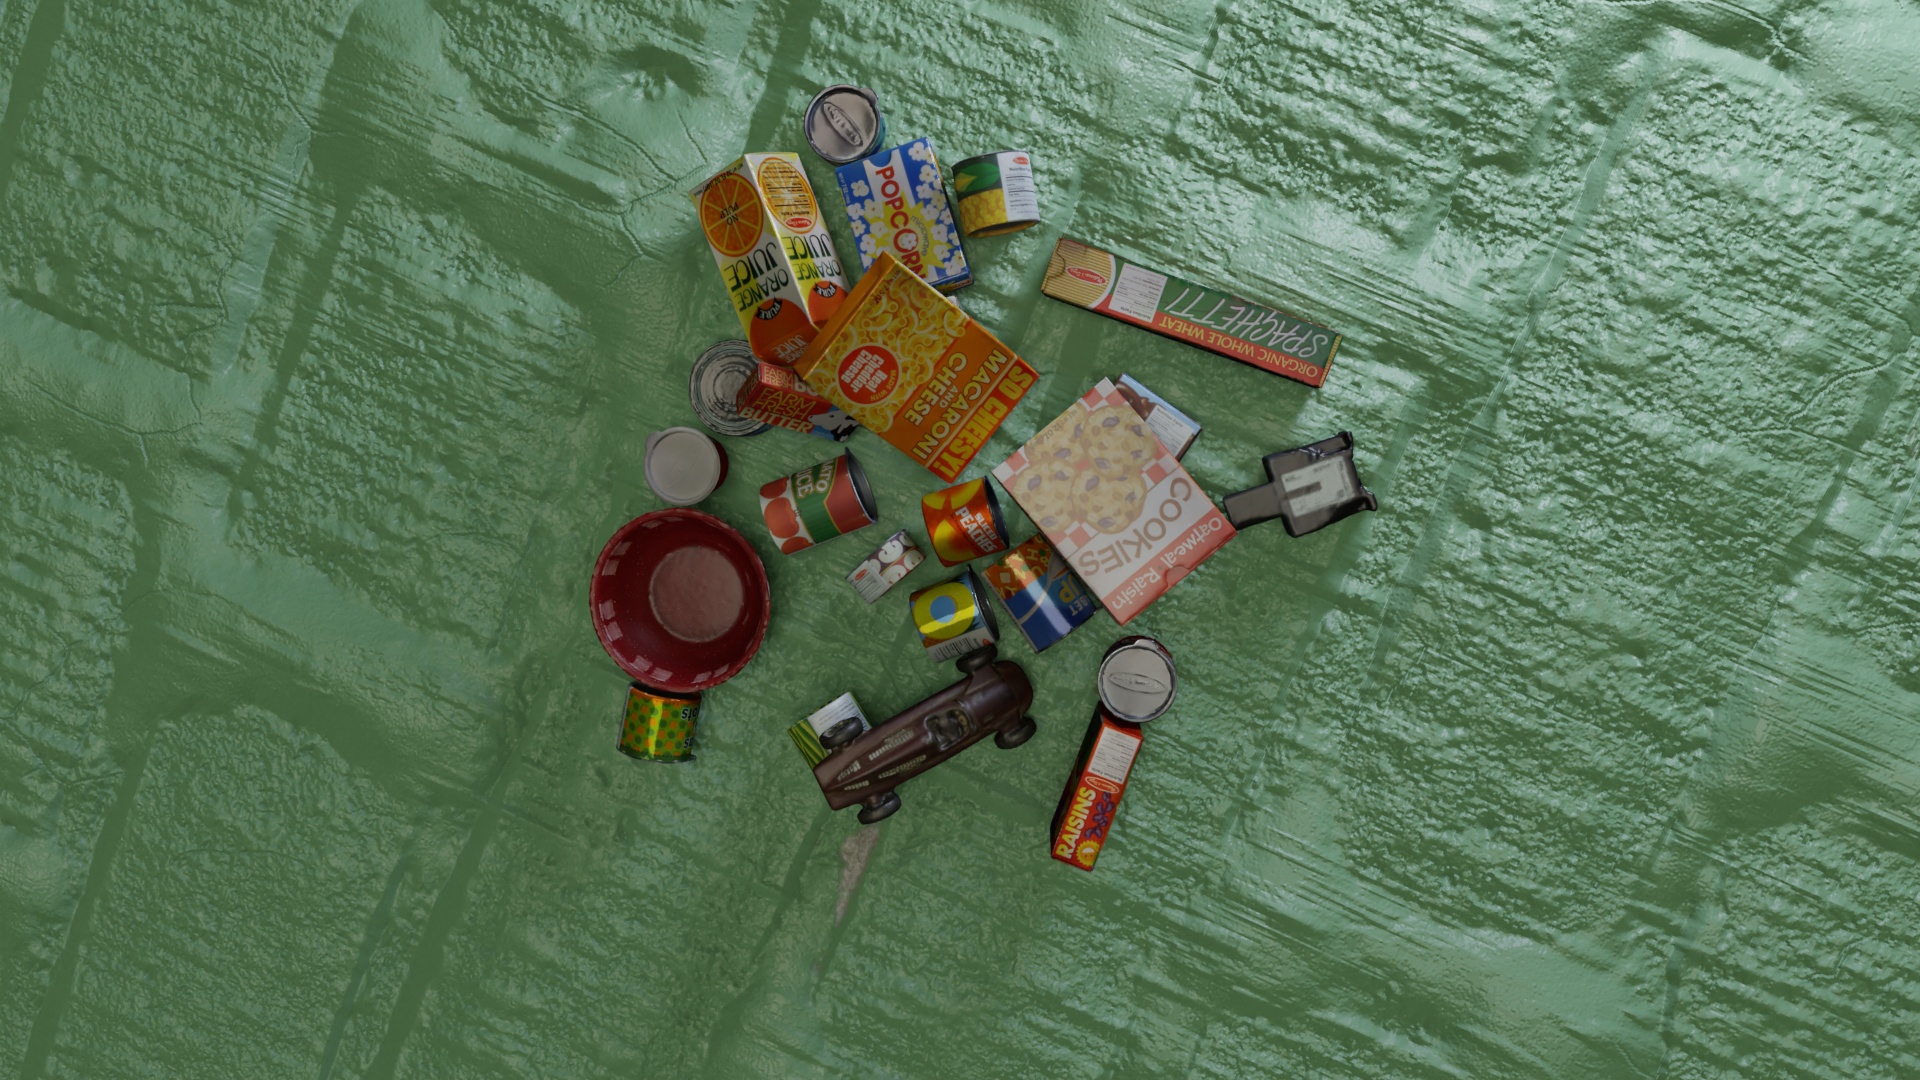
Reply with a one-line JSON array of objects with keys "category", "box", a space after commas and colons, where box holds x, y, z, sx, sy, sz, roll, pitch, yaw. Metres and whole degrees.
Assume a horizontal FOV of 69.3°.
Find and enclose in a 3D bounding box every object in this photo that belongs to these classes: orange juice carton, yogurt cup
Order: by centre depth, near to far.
[{"category": "orange juice carton", "box": [-0.148, -0.223, 1.171, 0.071, 0.073, 0.192, -21, 91, 35]}, {"category": "yogurt cup", "box": [-0.236, -0.066, 1.213, 0.072, 0.054, 0.072, 1, 94, 7]}]

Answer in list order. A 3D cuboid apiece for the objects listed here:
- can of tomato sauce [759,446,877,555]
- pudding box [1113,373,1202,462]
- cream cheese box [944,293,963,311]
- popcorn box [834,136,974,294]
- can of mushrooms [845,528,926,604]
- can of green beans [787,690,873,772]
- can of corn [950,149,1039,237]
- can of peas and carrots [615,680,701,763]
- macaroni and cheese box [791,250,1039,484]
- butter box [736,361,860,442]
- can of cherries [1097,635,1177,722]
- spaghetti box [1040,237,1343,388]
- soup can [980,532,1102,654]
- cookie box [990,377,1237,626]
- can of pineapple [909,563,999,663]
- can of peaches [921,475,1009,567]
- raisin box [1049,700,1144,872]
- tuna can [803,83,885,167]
[{"category": "can of tomato sauce", "box": [-0.123, -0.033, 1.195, 0.083, 0.071, 0.071, -20, 92, 8]}, {"category": "pudding box", "box": [0.157, -0.099, 1.177, 0.084, 0.030, 0.049, 35, 98, 3]}, {"category": "cream cheese box", "box": [-0.044, -0.172, 1.198, 0.104, 0.024, 0.053, -16, 92, 8]}, {"category": "popcorn box", "box": [-0.047, -0.265, 1.174, 0.085, 0.038, 0.127, -18, 81, 8]}, {"category": "can of mushrooms", "box": [-0.062, 0.022, 1.194, 0.071, 0.071, 0.033, -41, 89, 8]}, {"category": "can of green beans", "box": [-0.108, 0.171, 1.208, 0.071, 0.071, 0.058, -32, 89, 8]}, {"category": "can of corn", "box": [0.028, -0.288, 1.162, 0.071, 0.071, 0.058, -10, 93, 7]}, {"category": "can of peas and carrots", "box": [-0.263, 0.160, 1.226, 0.071, 0.071, 0.058, 12, 95, 6]}, {"category": "macaroni and cheese box", "box": [-0.035, -0.141, 1.150, 0.166, 0.040, 0.123, 34, 100, -31]}, {"category": "butter box", "box": [-0.133, -0.116, 1.175, 0.103, 0.053, 0.024, 13, 55, -28]}, {"category": "can of cherries", "box": [0.151, 0.114, 1.178, 0.071, 0.058, 0.071, 1, 94, 8]}, {"category": "spaghetti box", "box": [0.192, -0.190, 1.167, 0.250, 0.029, 0.050, 20, 96, 5]}, {"category": "soup can", "box": [0.069, 0.042, 1.178, 0.071, 0.071, 0.084, -35, 89, 8]}, {"category": "cookie box", "box": [0.125, -0.031, 1.143, 0.123, 0.040, 0.167, -40, 88, 2]}, {"category": "can of pineapple", "box": [-0.006, 0.064, 1.190, 0.058, 0.071, 0.071, -21, 91, 8]}, {"category": "can of peaches", "box": [0.004, -0.015, 1.180, 0.058, 0.071, 0.071, -17, 92, 9]}, {"category": "raisin box", "box": [0.114, 0.207, 1.175, 0.040, 0.086, 0.123, 21, 96, 0]}, {"category": "tuna can", "box": [-0.096, -0.355, 1.187, 0.071, 0.033, 0.071, 1, 94, 7]}]
